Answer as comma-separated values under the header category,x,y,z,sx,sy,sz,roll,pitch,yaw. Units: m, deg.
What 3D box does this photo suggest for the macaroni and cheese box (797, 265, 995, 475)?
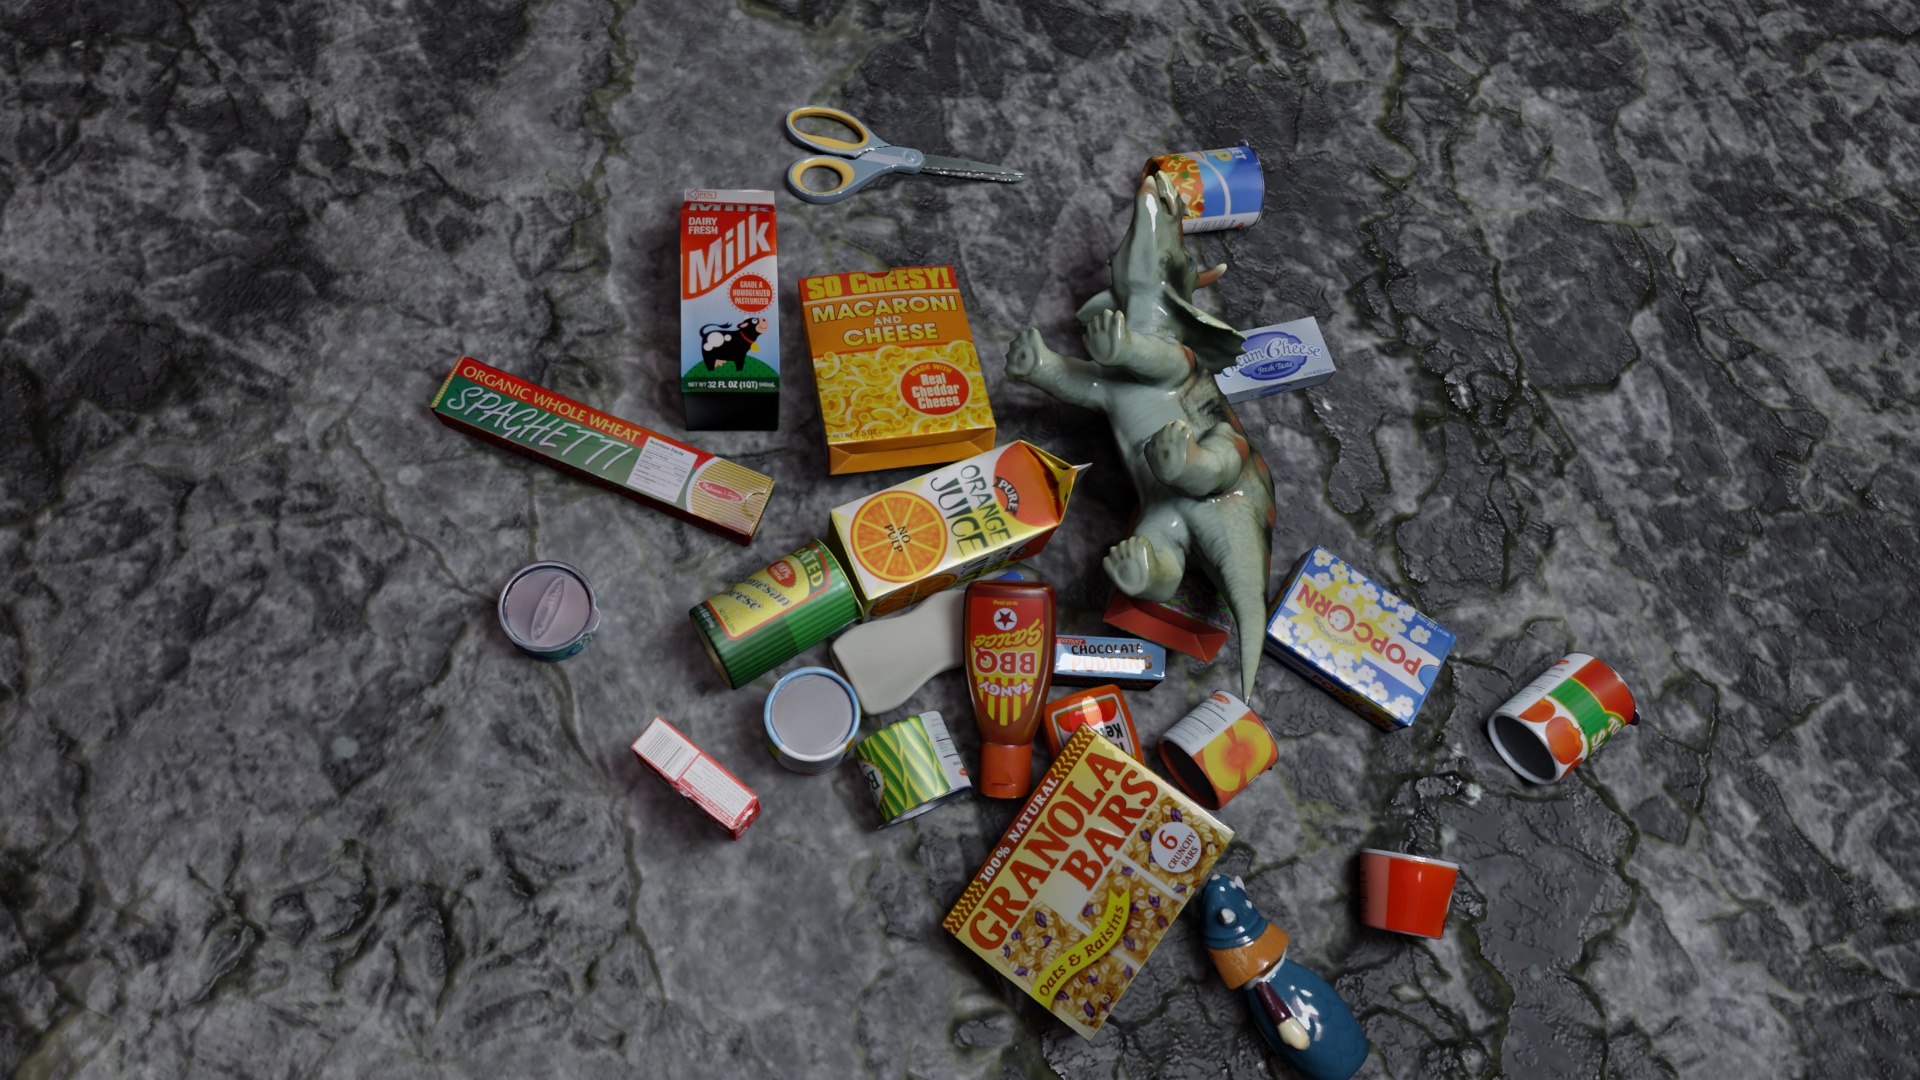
category,x,y,z,sx,sy,sz,roll,pitch,yaw
macaroni and cheese box,-0.050,-0.133,1.044,0.124,0.040,0.167,-7,57,-10

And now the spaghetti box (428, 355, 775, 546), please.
category,x,y,z,sx,sy,sz,roll,pitch,yaw
spaghetti box,-0.260,-0.066,1.018,0.250,0.028,0.050,22,69,0

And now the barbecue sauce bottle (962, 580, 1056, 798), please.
category,x,y,z,sx,sy,sz,roll,pitch,yaw
barbecue sauce bottle,0.033,0.103,0.969,0.065,0.044,0.148,2,94,8

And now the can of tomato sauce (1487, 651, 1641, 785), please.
category,x,y,z,sx,sy,sz,roll,pitch,yaw
can of tomato sauce,0.447,0.134,1.032,0.083,0.071,0.071,-32,78,-16

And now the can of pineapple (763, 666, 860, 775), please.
category,x,y,z,sx,sy,sz,roll,pitch,yaw
can of pineapple,-0.103,0.123,0.959,0.071,0.057,0.071,3,71,-7

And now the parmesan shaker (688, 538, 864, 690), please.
category,x,y,z,sx,sy,sz,roll,pitch,yaw
parmesan shaker,-0.129,0.053,0.974,0.103,0.071,0.071,-30,78,-17

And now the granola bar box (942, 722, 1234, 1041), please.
category,x,y,z,sx,sy,sz,roll,pitch,yaw
granola bar box,0.085,0.225,0.929,0.124,0.039,0.165,35,89,13

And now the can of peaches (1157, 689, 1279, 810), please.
category,x,y,z,sx,sy,sz,roll,pitch,yaw
can of peaches,0.184,0.151,0.988,0.058,0.071,0.071,-35,79,-18

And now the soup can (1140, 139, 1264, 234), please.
category,x,y,z,sx,sy,sz,roll,pitch,yaw
soup can,0.198,-0.290,1.143,0.084,0.071,0.071,-9,73,-11

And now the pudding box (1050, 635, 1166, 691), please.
category,x,y,z,sx,sy,sz,roll,pitch,yaw
pudding box,0.103,0.089,1.006,0.084,0.049,0.030,4,72,-7

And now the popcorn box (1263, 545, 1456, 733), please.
category,x,y,z,sx,sy,sz,roll,pitch,yaw
popcorn box,0.295,0.074,1.046,0.127,0.038,0.085,34,69,4

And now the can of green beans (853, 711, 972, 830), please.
category,x,y,z,sx,sy,sz,roll,pitch,yaw
can of green beans,-0.033,0.157,0.954,0.071,0.071,0.058,-21,75,-15

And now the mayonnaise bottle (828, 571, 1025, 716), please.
category,x,y,z,sx,sy,sz,roll,pitch,yaw
mayonnaise bottle,-0.017,0.069,1.001,0.148,0.041,0.065,-26,84,-17

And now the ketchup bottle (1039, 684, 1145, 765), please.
category,x,y,z,sx,sy,sz,roll,pitch,yaw
ketchup bottle,0.105,0.180,0.978,0.065,0.043,0.149,-15,74,-9

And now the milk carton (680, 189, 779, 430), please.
category,x,y,z,sx,sy,sz,roll,pitch,yaw
milk carton,-0.174,-0.183,1.049,0.072,0.073,0.191,0,71,-8

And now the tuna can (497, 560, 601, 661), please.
category,x,y,z,sx,sy,sz,roll,pitch,yaw
tuna can,-0.285,0.051,0.972,0.071,0.032,0.071,3,71,-7

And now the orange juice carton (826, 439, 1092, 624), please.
category,x,y,z,sx,sy,sz,roll,pitch,yaw
orange juice carton,0.004,-0.013,1.016,0.193,0.071,0.073,-21,76,-14

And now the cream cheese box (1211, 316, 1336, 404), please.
category,x,y,z,sx,sy,sz,roll,pitch,yaw
cream cheese box,0.245,-0.145,1.123,0.104,0.024,0.053,-13,72,-13

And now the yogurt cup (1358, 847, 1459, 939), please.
category,x,y,z,sx,sy,sz,roll,pitch,yaw
yogurt cup,0.312,0.248,0.975,0.072,0.072,0.054,11,78,-4

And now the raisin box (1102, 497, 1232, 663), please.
category,x,y,z,sx,sy,sz,roll,pitch,yaw
raisin box,0.159,0.021,1.018,0.086,0.039,0.124,22,43,0
